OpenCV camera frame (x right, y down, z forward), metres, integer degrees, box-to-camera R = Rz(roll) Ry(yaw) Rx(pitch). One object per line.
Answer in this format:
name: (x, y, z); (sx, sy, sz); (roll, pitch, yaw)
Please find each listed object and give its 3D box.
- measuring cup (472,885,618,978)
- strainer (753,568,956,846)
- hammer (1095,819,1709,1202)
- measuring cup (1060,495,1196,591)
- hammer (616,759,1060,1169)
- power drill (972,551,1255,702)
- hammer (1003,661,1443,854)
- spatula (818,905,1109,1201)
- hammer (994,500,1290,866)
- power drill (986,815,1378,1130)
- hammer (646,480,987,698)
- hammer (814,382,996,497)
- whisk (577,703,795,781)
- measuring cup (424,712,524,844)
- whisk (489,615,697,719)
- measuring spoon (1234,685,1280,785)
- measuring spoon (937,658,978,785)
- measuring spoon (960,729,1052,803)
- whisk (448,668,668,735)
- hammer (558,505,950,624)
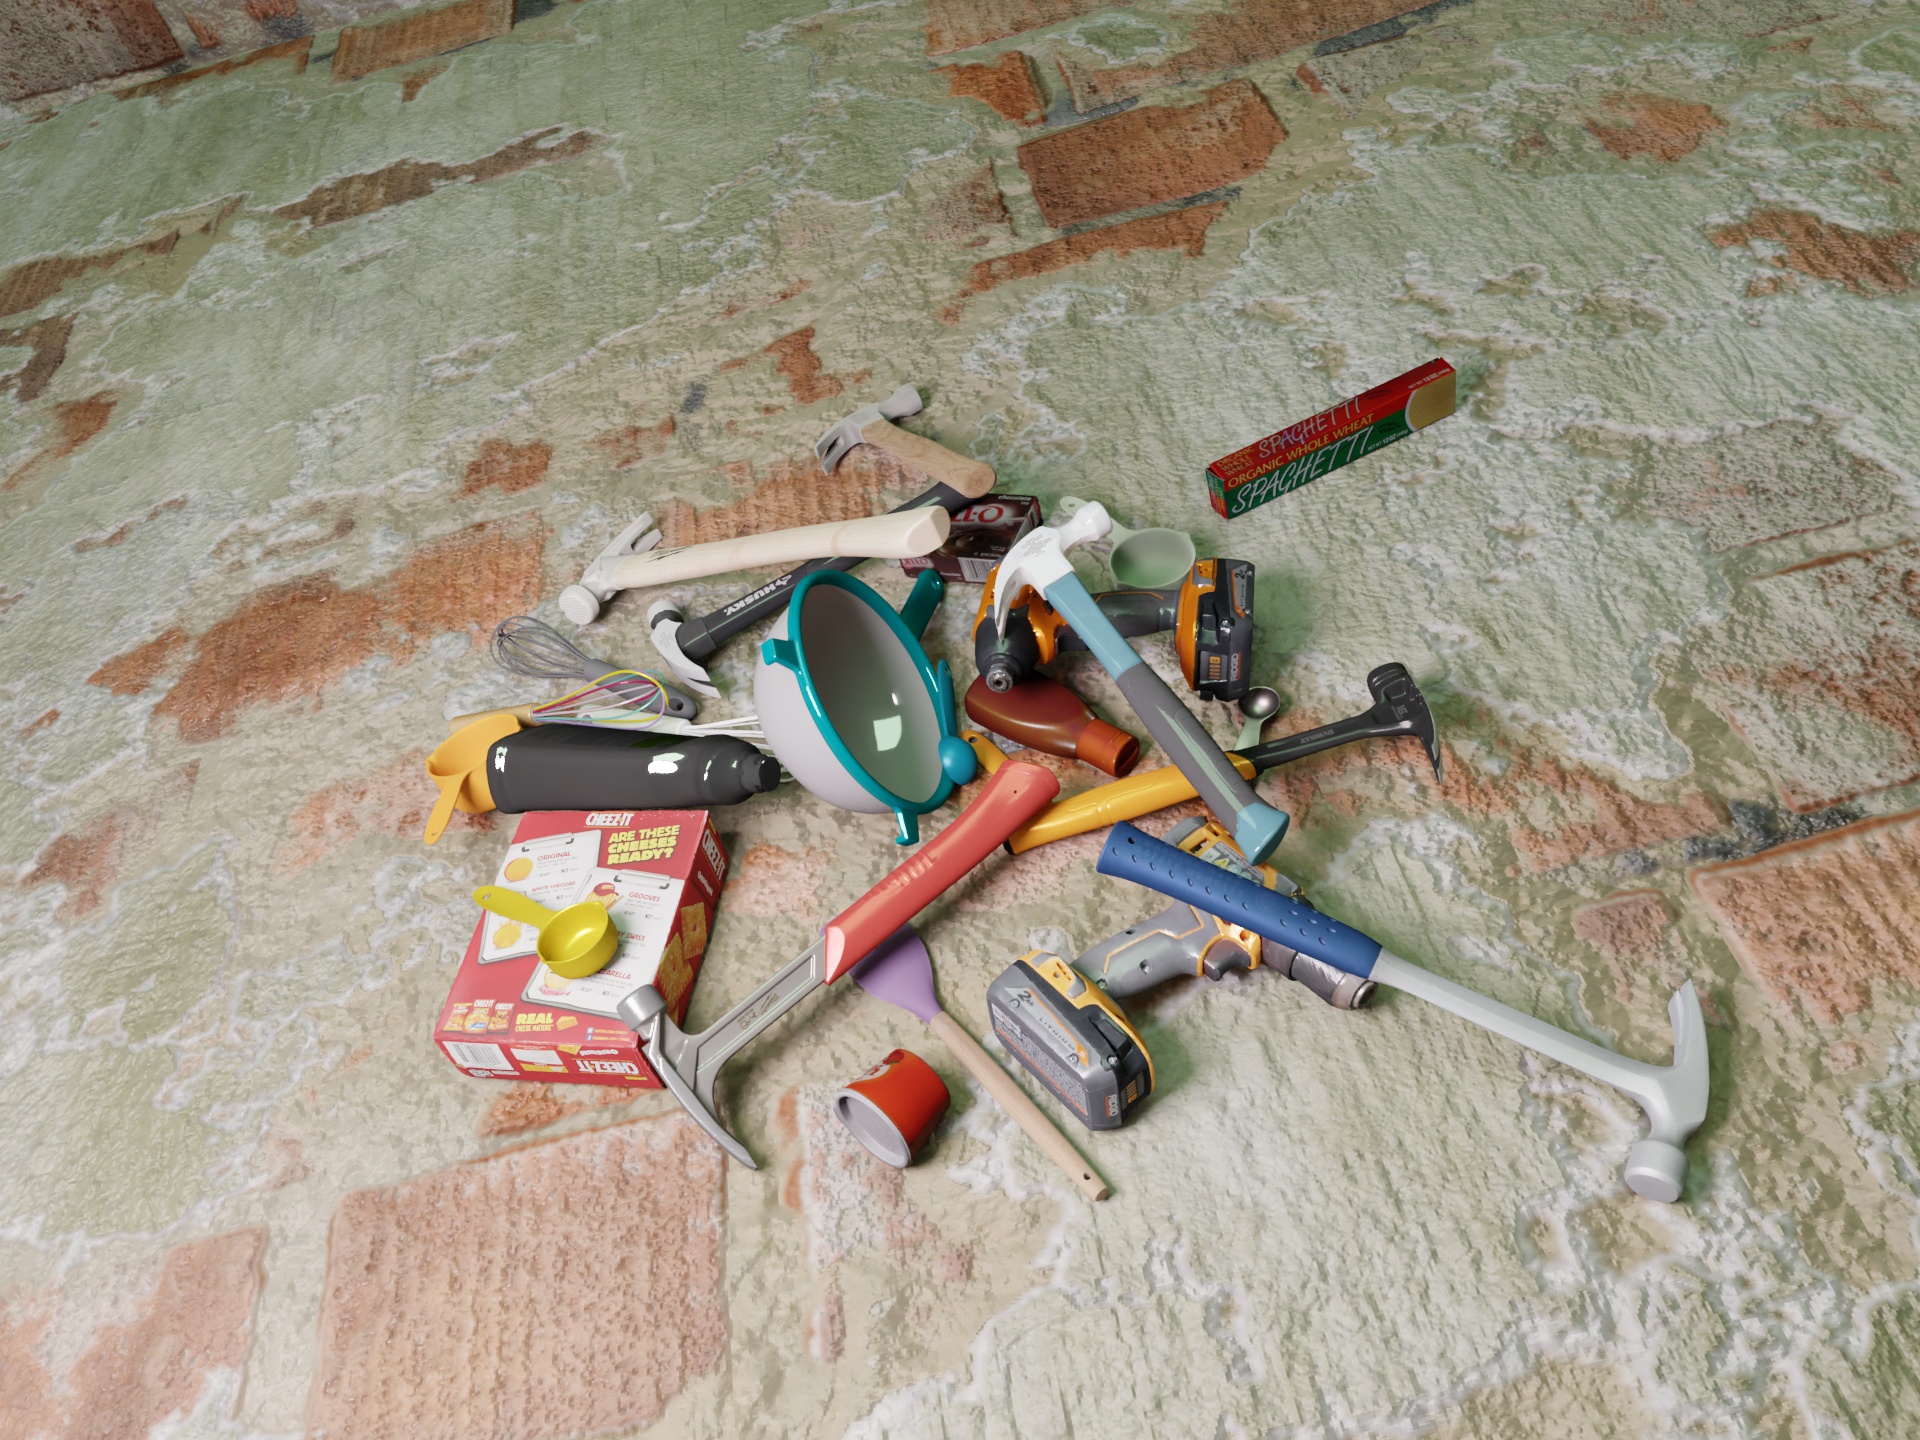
measuring cup: (-0.313, 0.153, 1.188); (0.157, 0.029, 0.062); (13, 51, 40)
strainer: (-0.086, -0.037, 1.327); (0.095, 0.211, 0.341); (-27, 19, 24)
hammer: (0.284, 0.159, 1.041); (0.405, 0.035, 0.144); (24, 56, 15)
measuring cup: (0.145, -0.153, 1.424); (0.083, 0.038, 0.168); (-34, 47, -15)
hammer: (-0.062, 0.155, 1.154); (0.359, 0.036, 0.149); (-38, 81, -18)
power drill: (0.123, -0.071, 1.295); (0.226, 0.084, 0.164); (3, 36, 10)
hammer: (0.191, 0.045, 1.205); (0.337, 0.034, 0.127); (-17, 30, 8)
spatula: (0.001, 0.227, 1.131); (0.060, 0.018, 0.316); (-34, 48, -17)
hammer: (0.137, -0.027, 1.191); (0.128, 0.033, 0.331); (-31, 59, -8)
power drill: (0.155, 0.181, 1.092); (0.226, 0.084, 0.186); (-35, 51, -22)
hammer: (-0.125, -0.136, 1.448); (0.335, 0.035, 0.146); (-30, 39, -3)
hammer: (-0.047, -0.255, 1.502); (0.130, 0.031, 0.332); (-30, 27, -10)
whisk: (-0.233, 0.012, 1.379); (0.246, 0.057, 0.059); (8, 17, 26)
measuring cup: (-0.413, 0.064, 1.348); (0.095, 0.052, 0.174); (-18, 33, 13)
whisk: (-0.338, -0.043, 1.454); (0.239, 0.055, 0.055); (20, 57, 25)
measuring spoon: (0.227, 0.026, 1.256); (0.034, 0.018, 0.124); (7, 58, 24)
measuring spoon: (-0.002, -0.004, 1.316); (0.021, 0.042, 0.129); (-27, 48, 25)
measuring spoon: (0.035, 0.038, 1.297); (0.021, 0.011, 0.117); (-34, 49, -15)
whisk: (-0.358, -0.012, 1.404); (0.245, 0.047, 0.051); (-8, 62, 27)
hammer: (-0.181, -0.159, 1.439); (0.411, 0.038, 0.146); (-3, 38, 34)
